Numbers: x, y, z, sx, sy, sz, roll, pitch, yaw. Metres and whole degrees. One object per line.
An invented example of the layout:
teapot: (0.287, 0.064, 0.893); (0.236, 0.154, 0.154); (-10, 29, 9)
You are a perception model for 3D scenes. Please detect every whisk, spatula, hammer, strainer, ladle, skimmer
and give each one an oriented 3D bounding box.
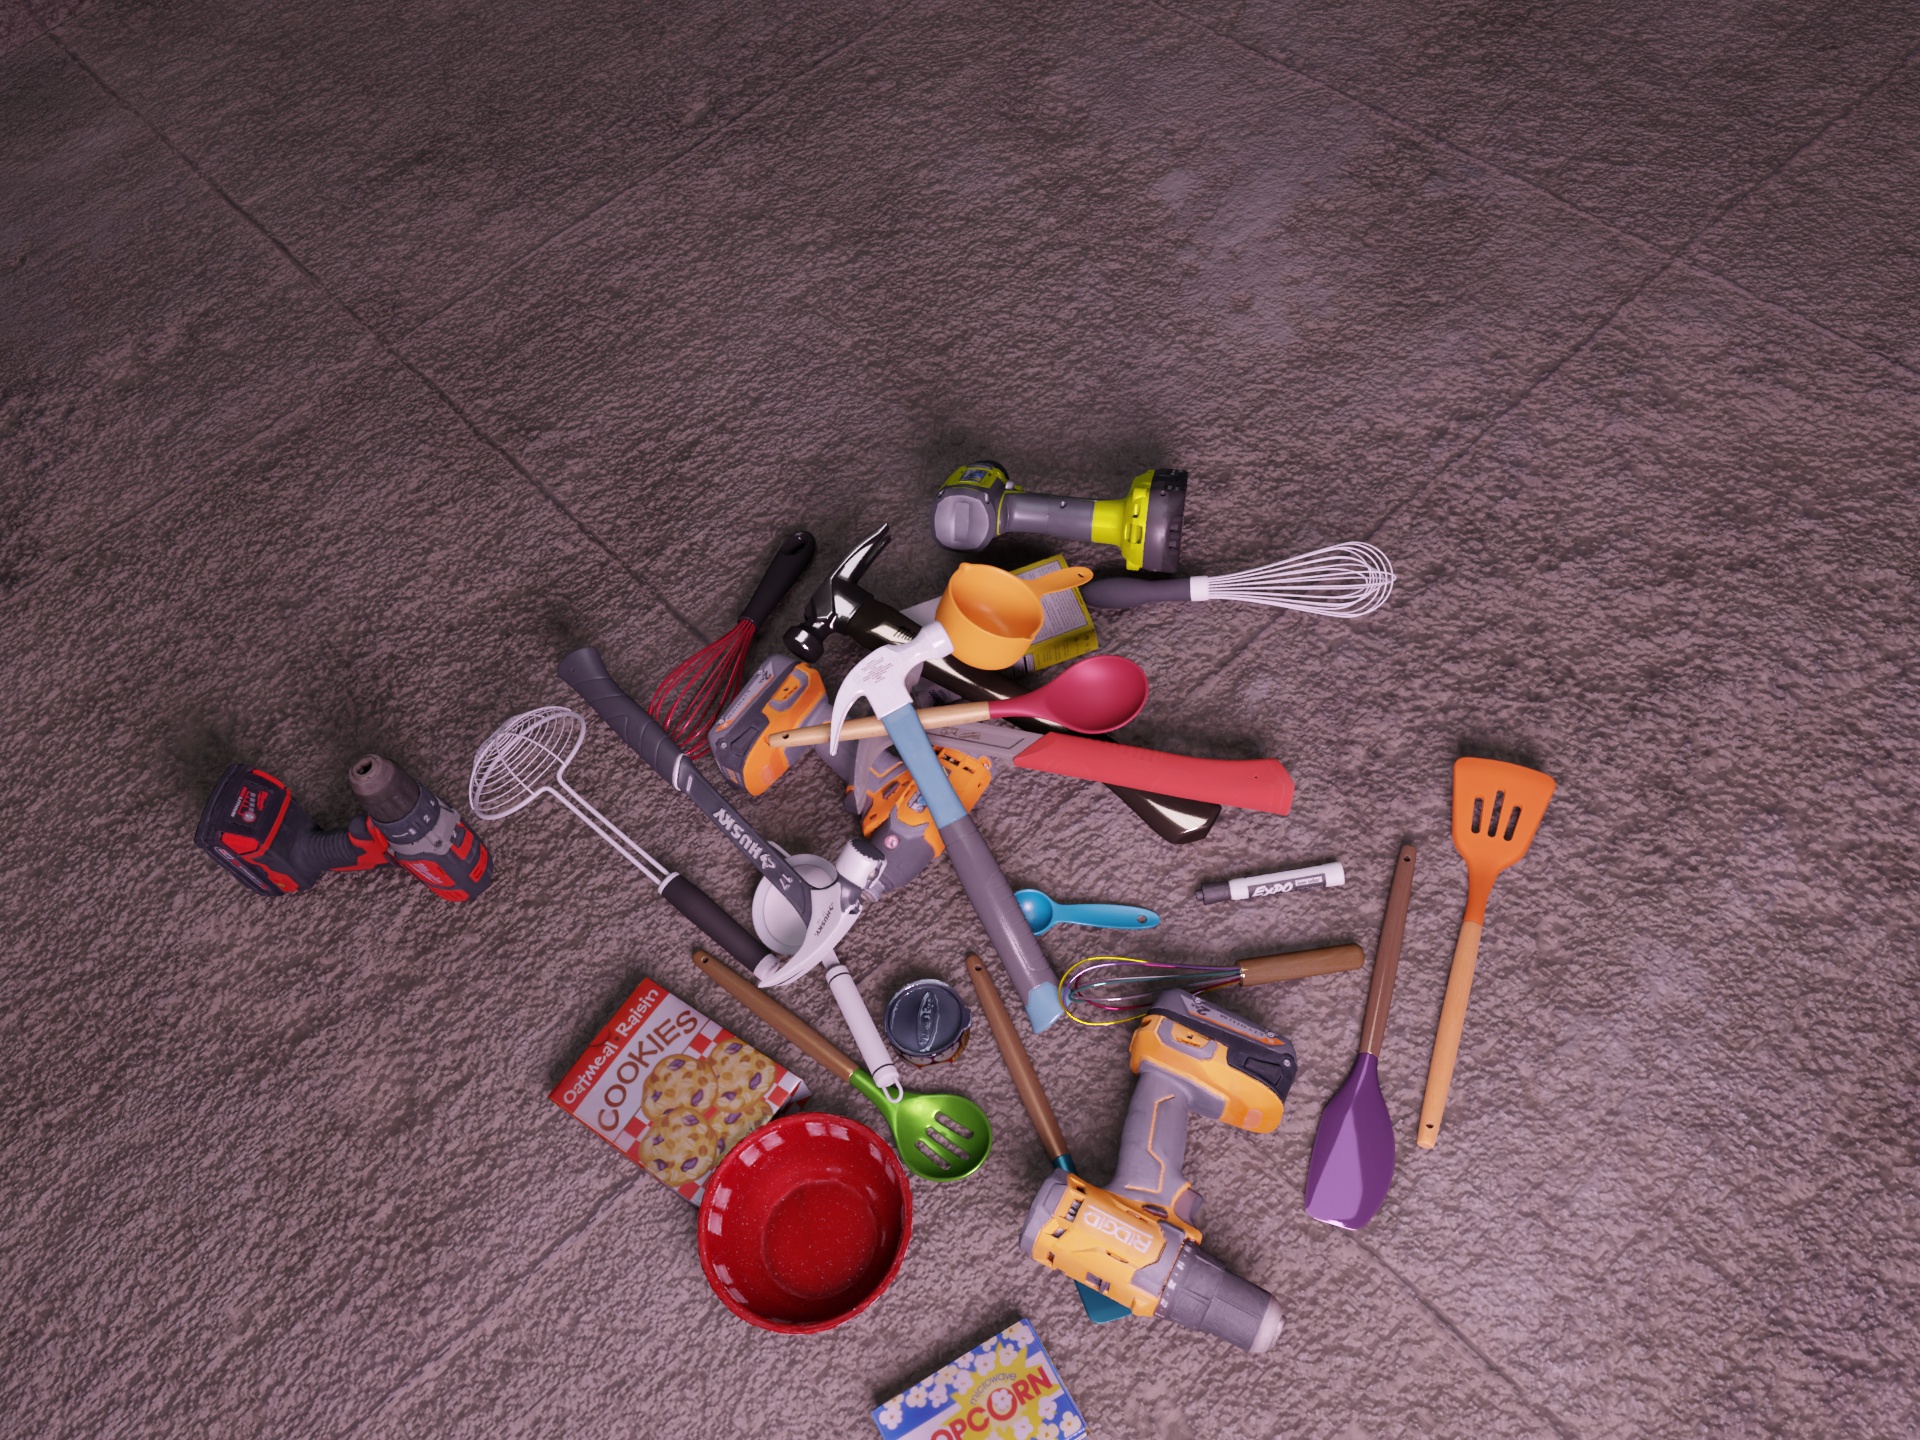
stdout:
whisk: (-0.210, -0.076, 1.498); (0.073, 0.073, 0.296); (16, 55, 18)
spatula: (0.322, 0.236, 1.229); (0.060, 0.018, 0.316); (12, 61, 13)
hammer: (0.049, -0.024, 1.393); (0.411, 0.038, 0.146); (31, 72, 15)
hammer: (-0.227, 0.060, 1.354); (0.409, 0.036, 0.149); (40, 108, 32)
strainer: (-0.103, 0.203, 1.292); (0.087, 0.050, 0.259); (-36, 54, 6)
hammer: (0.002, 0.093, 1.274); (0.128, 0.033, 0.331); (-27, 85, -1)
whisk: (0.251, -0.122, 1.454); (0.284, 0.070, 0.070); (-2, 57, 13)
ladle: (-0.002, -0.004, 1.313); (0.315, 0.031, 0.069); (-8, 66, 0)
spatula: (0.396, 0.177, 1.242); (0.081, 0.041, 0.323); (13, 61, 16)
whisk: (0.197, 0.198, 1.249); (0.245, 0.051, 0.047); (-8, 52, -5)
spatula: (0.069, 0.305, 1.209); (0.082, 0.044, 0.318); (-14, 53, -18)
hammer: (0.094, 0.038, 1.322); (0.359, 0.036, 0.149); (11, 63, 7)
skimmer: (-0.293, 0.114, 1.401); (0.363, 0.090, 0.127); (37, 74, 17)

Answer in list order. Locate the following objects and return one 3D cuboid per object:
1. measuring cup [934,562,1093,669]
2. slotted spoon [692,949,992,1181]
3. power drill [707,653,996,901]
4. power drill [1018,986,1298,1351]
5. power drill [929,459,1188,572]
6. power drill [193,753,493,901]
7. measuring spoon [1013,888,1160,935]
measuring cup: (0.050, -0.096, 1.389); (0.173, 0.052, 0.095); (-22, 63, -43)
slotted spoon: (-0.102, 0.268, 1.271); (0.314, 0.031, 0.070); (30, 66, 27)
power drill: (-0.105, 0.052, 1.382); (0.226, 0.084, 0.164); (26, 65, 19)
power drill: (0.169, 0.322, 1.135); (0.185, 0.084, 0.226); (23, 52, 16)
power drill: (0.094, -0.201, 1.488); (0.228, 0.080, 0.191); (6, 21, 8)
power drill: (-0.535, 0.088, 1.365); (0.227, 0.187, 0.080); (1, 57, 15)
measuring spoon: (0.100, 0.165, 1.316); (0.128, 0.021, 0.042); (3, 57, 0)
